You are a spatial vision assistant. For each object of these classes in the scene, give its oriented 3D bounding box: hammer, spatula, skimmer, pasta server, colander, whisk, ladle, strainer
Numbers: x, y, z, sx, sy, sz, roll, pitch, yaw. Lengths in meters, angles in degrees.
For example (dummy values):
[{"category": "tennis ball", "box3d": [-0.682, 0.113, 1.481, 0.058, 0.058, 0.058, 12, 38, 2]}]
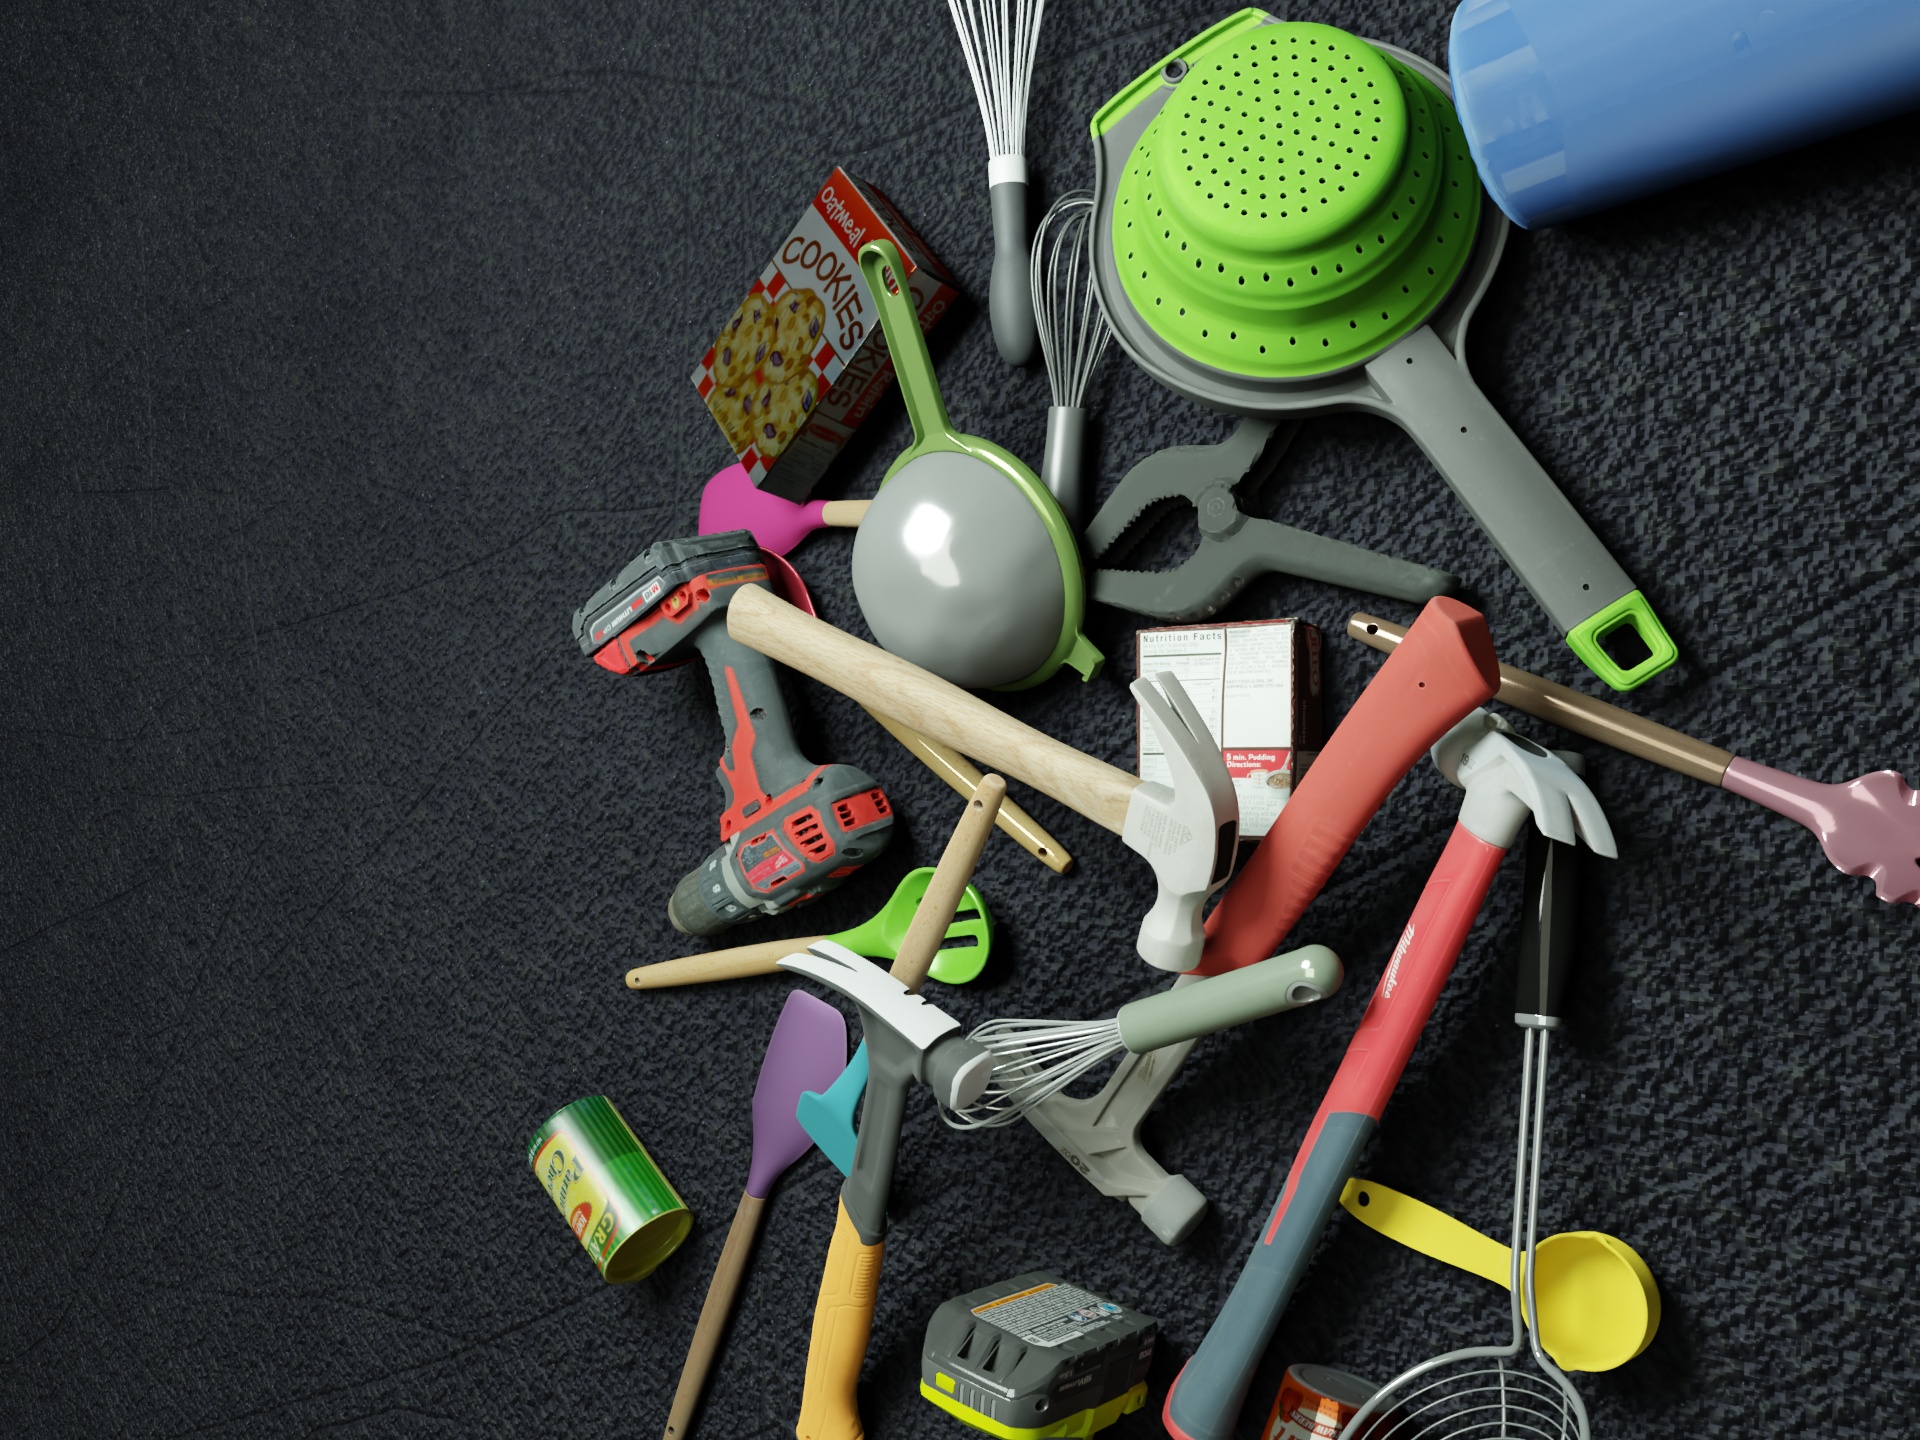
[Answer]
[{"category": "hammer", "box3d": [-0.001, -0.003, 0.815, 0.331, 0.031, 0.130, 27, 119, 33]}, {"category": "hammer", "box3d": [-0.062, 0.281, 0.874, 0.127, 0.034, 0.336, 30, 124, 33]}, {"category": "spatula", "box3d": [-0.031, 0.151, 0.862, 0.082, 0.044, 0.317, 41, 125, 26]}, {"category": "skimmer", "box3d": [0.222, 0.187, 0.682, 0.127, 0.090, 0.363, 167, 113, -65]}, {"category": "pasta server", "box3d": [0.306, 0.010, 0.692, 0.316, 0.040, 0.060, 27, 91, 35]}, {"category": "colander", "box3d": [0.193, -0.187, 0.719, 0.204, 0.094, 0.397, -34, 72, 7]}, {"category": "hammer", "box3d": [0.135, 0.089, 0.770, 0.149, 0.036, 0.359, 42, 121, 25]}, {"category": "whisk", "box3d": [0.078, 0.153, 0.778, 0.246, 0.057, 0.059, -26, 37, 35]}, {"category": "ladle", "box3d": [-0.046, -0.009, 0.953, 0.316, 0.031, 0.069, 40, 118, 29]}, {"category": "strainer", "box3d": [-0.024, -0.123, 0.851, 0.151, 0.069, 0.256, 1, 115, 44]}, {"category": "whisk", "box3d": [0.027, -0.344, 0.906, 0.070, 0.070, 0.284, -3, 90, 35]}, {"category": "hammer", "box3d": [0.181, 0.188, 0.728, 0.038, 0.143, 0.386, 19, 106, -5]}, {"category": "whisk", "box3d": [0.058, -0.170, 0.877, 0.055, 0.055, 0.239, 8, 95, 36]}, {"category": "spatula", "box3d": [-0.134, 0.321, 0.999, 0.060, 0.018, 0.316, 24, 100, 28]}]

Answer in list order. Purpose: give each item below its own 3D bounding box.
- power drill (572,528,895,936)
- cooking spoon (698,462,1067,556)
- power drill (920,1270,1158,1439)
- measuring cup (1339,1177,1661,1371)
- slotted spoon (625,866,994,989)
[{"category": "power drill", "box3d": [-0.152, 0.017, 0.982, 0.188, 0.080, 0.227, -32, 82, 39]}, {"category": "cooking spoon", "box3d": [-0.061, -0.125, 0.958, 0.319, 0.017, 0.069, 7, 91, 43]}, {"category": "power drill", "box3d": [0.020, 0.405, 0.792, 0.080, 0.171, 0.223, 11, 90, 36]}, {"category": "measuring cup", "box3d": [0.245, 0.245, 0.734, 0.157, 0.029, 0.062, 15, 93, 47]}, {"category": "slotted spoon", "box3d": [-0.100, 0.141, 0.981, 0.314, 0.031, 0.070, -15, 92, 36]}]
